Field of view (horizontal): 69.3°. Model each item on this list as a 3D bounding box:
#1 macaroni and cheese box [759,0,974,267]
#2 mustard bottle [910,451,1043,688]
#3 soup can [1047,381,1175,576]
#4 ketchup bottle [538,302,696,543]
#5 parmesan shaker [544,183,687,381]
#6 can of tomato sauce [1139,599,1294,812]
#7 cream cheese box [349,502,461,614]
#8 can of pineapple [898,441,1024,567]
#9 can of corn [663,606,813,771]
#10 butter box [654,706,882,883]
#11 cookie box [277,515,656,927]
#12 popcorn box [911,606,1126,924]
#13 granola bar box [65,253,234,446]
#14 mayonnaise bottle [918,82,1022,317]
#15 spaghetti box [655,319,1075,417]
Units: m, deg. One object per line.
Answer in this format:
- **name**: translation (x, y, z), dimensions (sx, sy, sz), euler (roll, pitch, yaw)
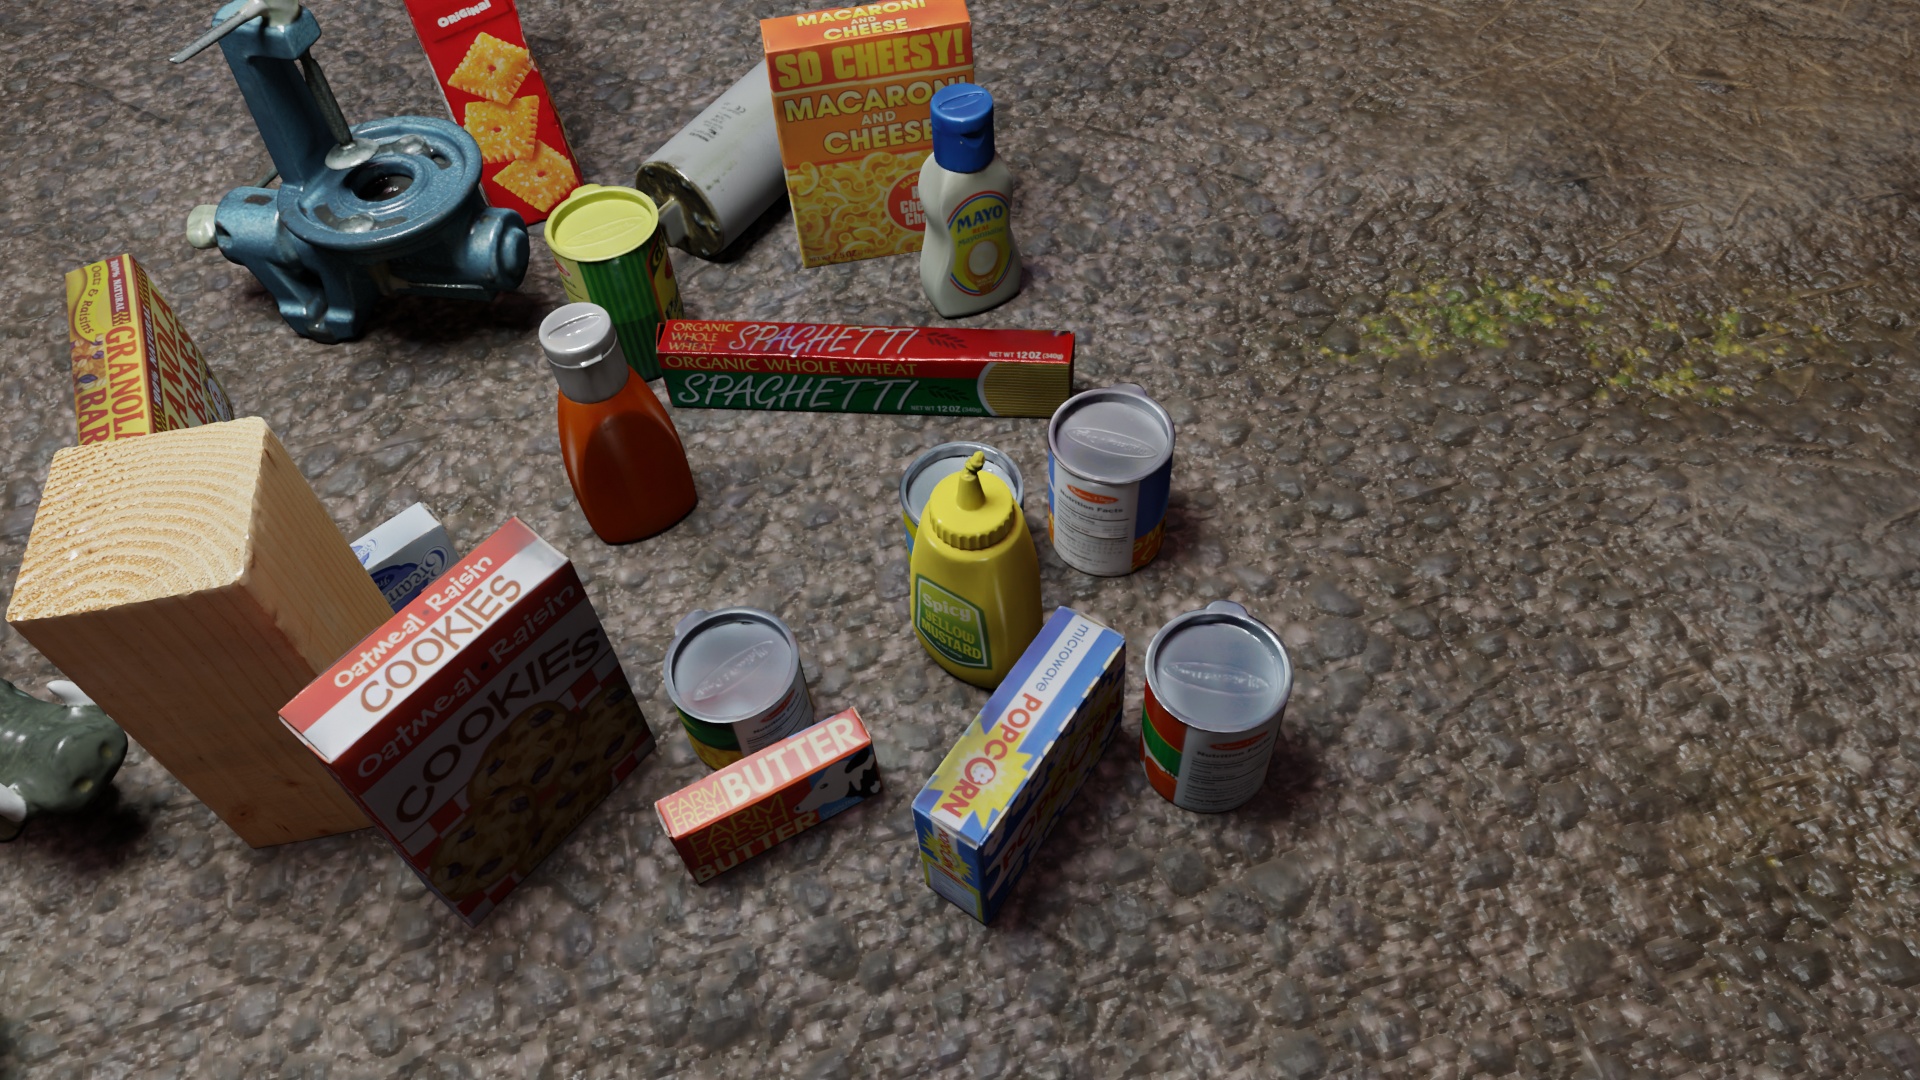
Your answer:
- **macaroni and cheese box**: translation (-0.052, -0.255, 0.876), dimensions (0.124, 0.165, 0.040), euler (-10, 53, -4)
- **mustard bottle**: translation (0.006, 0.011, 0.674), dimensions (0.065, 0.159, 0.049), euler (27, 59, 22)
- **soup can**: translation (0.081, -0.032, 0.750), dimensions (0.071, 0.083, 0.072), euler (-2, 53, 2)
- **ketchup bottle**: translation (-0.187, -0.062, 0.748), dimensions (0.065, 0.148, 0.044), euler (-26, 56, -15)
- **parmesan shaker**: translation (-0.207, -0.157, 0.850), dimensions (0.071, 0.102, 0.071), euler (-2, 53, 2)
- **can of tomato sauce**: translation (0.119, 0.080, 0.662), dimensions (0.071, 0.082, 0.071), euler (-2, 53, 2)
- **cream cheese box**: translation (-0.321, 0.028, 0.747), dimensions (0.104, 0.053, 0.024), euler (-37, 59, -22)
- **can of pineapple**: translation (0.003, -0.009, 0.753), dimensions (0.071, 0.057, 0.071), euler (-2, 53, 2)
- **can of corn**: translation (-0.111, 0.074, 0.696), dimensions (0.071, 0.058, 0.071), euler (-2, 53, 2)
- **butter box**: translation (-0.089, 0.122, 0.662), dimensions (0.104, 0.052, 0.024), euler (-25, 55, -15)
- **cookie box**: translation (-0.212, 0.085, 0.625), dimensions (0.040, 0.166, 0.123), euler (31, 61, 24)
- **popcorn box**: translation (0.030, 0.104, 0.648), dimensions (0.038, 0.084, 0.127), euler (27, 59, 22)
- **granola bar box**: translation (-0.446, -0.061, 0.779), dimensions (0.039, 0.123, 0.166), euler (-22, 55, -12)
- **mayonnaise bottle**: translation (0.004, -0.205, 0.846), dimensions (0.065, 0.147, 0.041), euler (-22, 55, -12)
- **spaghetti box**: translation (-0.057, -0.103, 0.833), dimensions (0.250, 0.050, 0.029), euler (2, 53, 5)
